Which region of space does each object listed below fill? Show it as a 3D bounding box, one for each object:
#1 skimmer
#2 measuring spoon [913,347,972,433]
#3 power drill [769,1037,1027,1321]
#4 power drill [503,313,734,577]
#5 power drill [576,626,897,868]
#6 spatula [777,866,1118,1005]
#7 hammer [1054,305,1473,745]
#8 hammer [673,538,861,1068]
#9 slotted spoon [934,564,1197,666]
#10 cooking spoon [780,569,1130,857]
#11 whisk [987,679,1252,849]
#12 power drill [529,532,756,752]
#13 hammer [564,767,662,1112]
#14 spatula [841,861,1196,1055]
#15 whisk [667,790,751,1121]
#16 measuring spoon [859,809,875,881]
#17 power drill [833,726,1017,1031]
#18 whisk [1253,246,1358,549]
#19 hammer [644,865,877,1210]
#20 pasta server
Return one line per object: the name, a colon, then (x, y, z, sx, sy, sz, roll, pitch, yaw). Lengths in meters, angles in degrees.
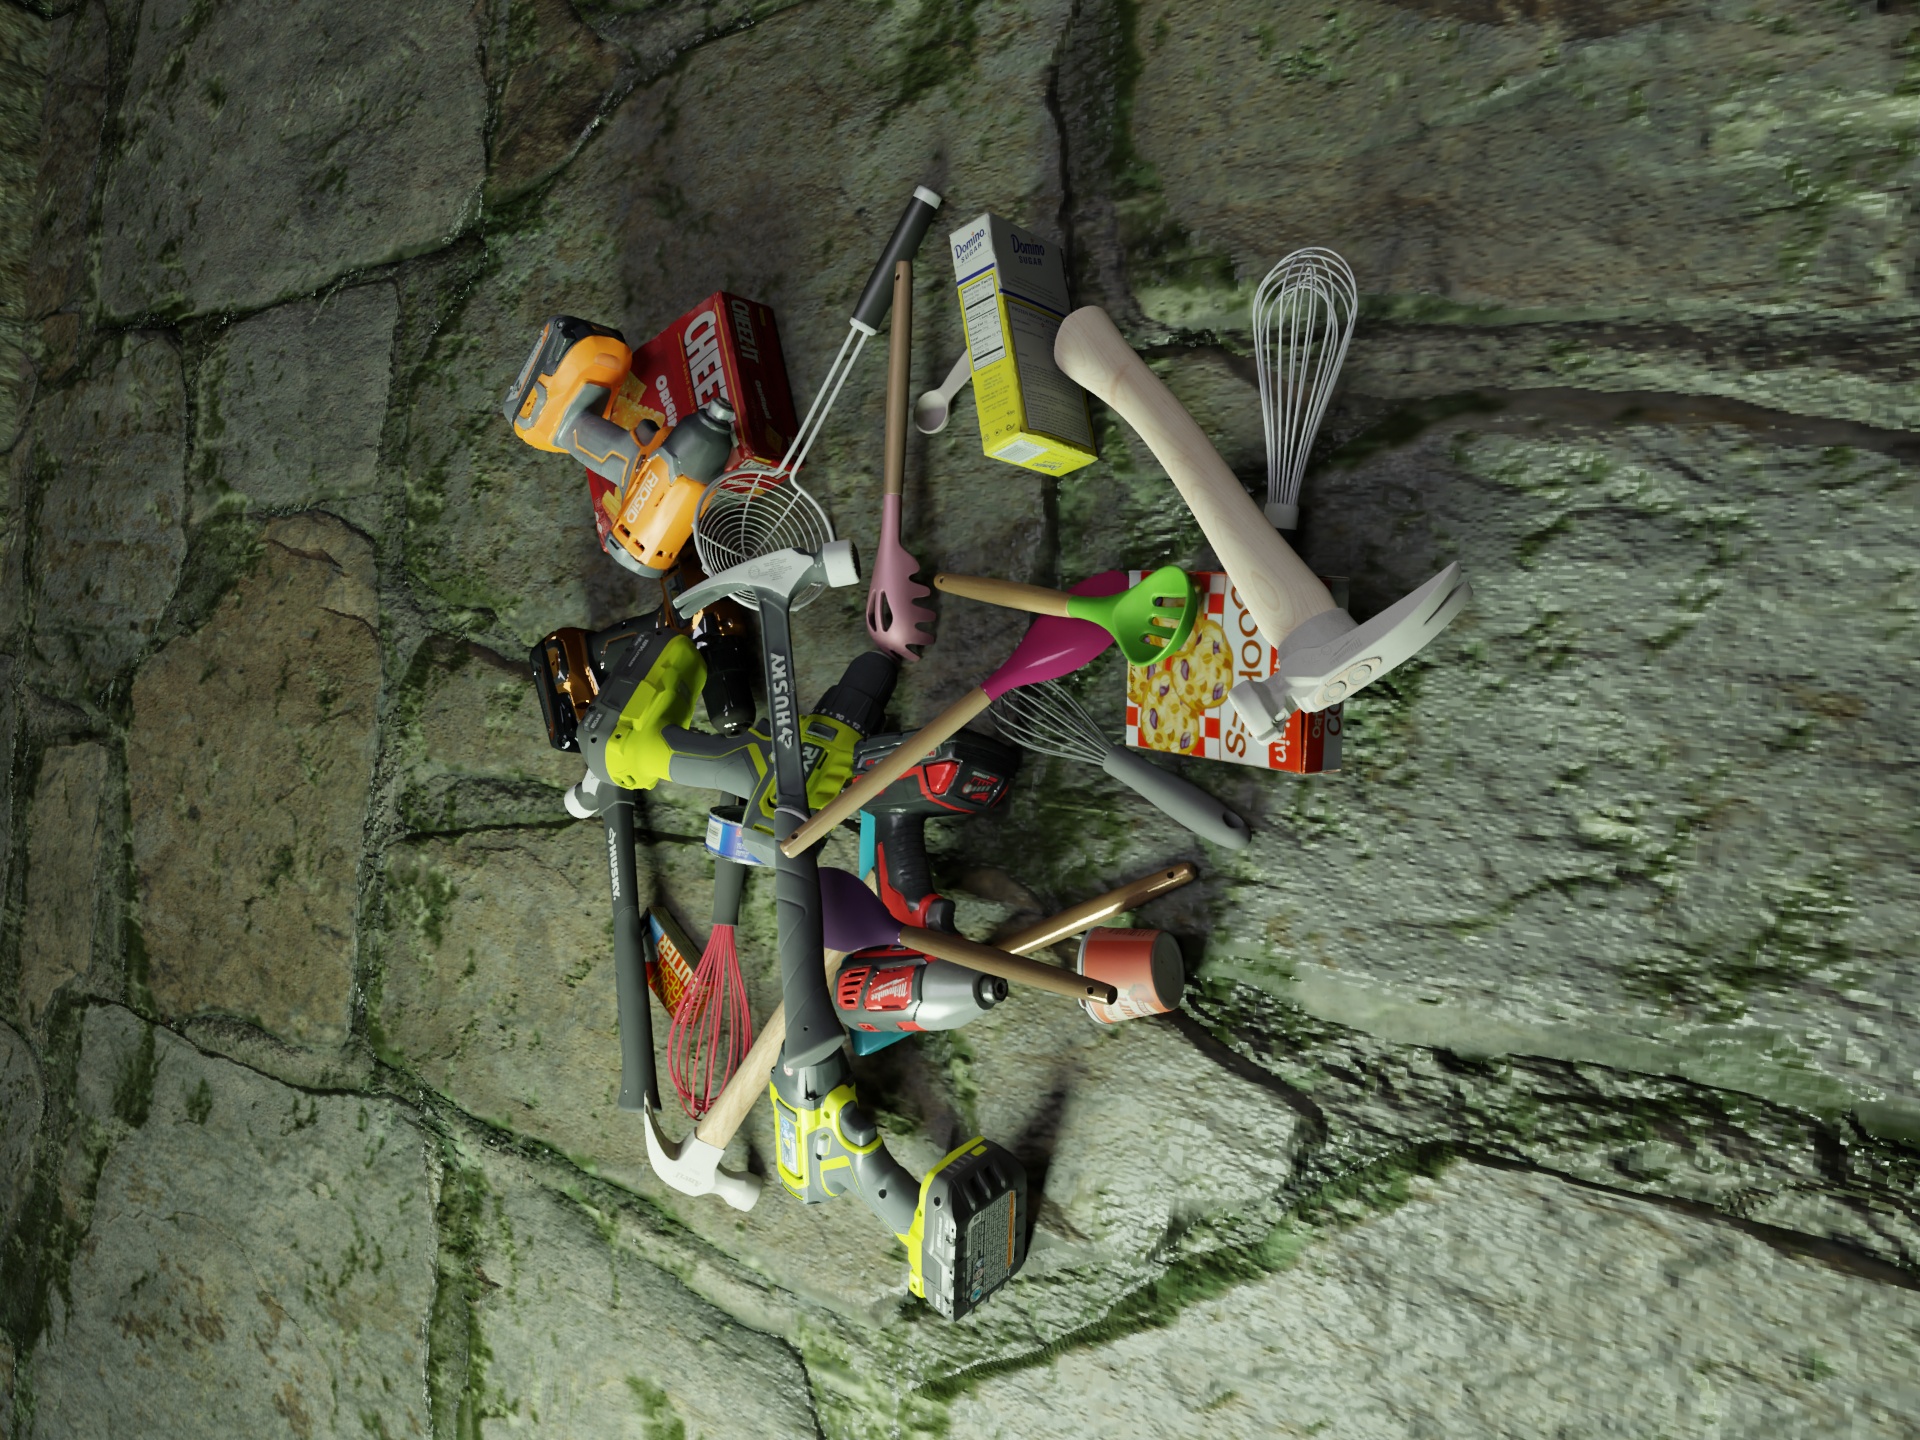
skimmer: (-0.101, -0.263, 1.298, 0.363, 0.127, 0.090, -61, 22, 11)
measuring spoon: (0.008, -0.278, 1.261, 0.124, 0.018, 0.034, -49, 60, 18)
power drill: (-0.057, 0.329, 1.197, 0.223, 0.080, 0.171, 26, 128, 38)
power drill: (-0.286, -0.253, 1.369, 0.227, 0.084, 0.164, 47, 114, 26)
power drill: (-0.175, 0.005, 1.289, 0.228, 0.080, 0.191, 18, 66, 22)
spatula: (-0.019, 0.154, 1.114, 0.316, 0.018, 0.060, 10, 82, 42)
hammer: (0.163, -0.162, 1.021, 0.146, 0.038, 0.411, -34, 46, 10)
hammer: (-0.132, 0.055, 1.191, 0.149, 0.036, 0.409, -10, 66, 5)
slotted spoon: (0.068, -0.086, 1.136, 0.314, 0.031, 0.070, 17, 88, 56)
cooking spoon: (-0.002, -0.004, 1.148, 0.319, 0.017, 0.069, -39, 48, -1)
whisk: (0.108, 0.028, 1.130, 0.239, 0.055, 0.055, 33, 107, 33)
power drill: (-0.280, -0.041, 1.442, 0.226, 0.084, 0.185, -29, 71, 30)
hammer: (-0.296, 0.186, 1.427, 0.146, 0.035, 0.335, -31, 59, 39)
spatula: (0.039, 0.165, 1.178, 0.317, 0.044, 0.082, -29, 58, 33)
whisk: (-0.206, 0.196, 1.373, 0.073, 0.073, 0.296, -1, 81, 40)
measuring spoon: (-0.068, 0.095, 1.295, 0.042, 0.021, 0.128, 8, 101, 42)
power drill: (-0.022, 0.121, 1.184, 0.143, 0.078, 0.220, -9, 70, 38)
whisk: (0.216, -0.167, 1.049, 0.070, 0.070, 0.284, 11, 99, 40)
hammer: (-0.148, 0.255, 1.300, 0.331, 0.130, 0.031, -56, 22, 13)
pasta server: (-0.047, -0.206, 1.272, 0.060, 0.040, 0.316, 4, 91, 41)
